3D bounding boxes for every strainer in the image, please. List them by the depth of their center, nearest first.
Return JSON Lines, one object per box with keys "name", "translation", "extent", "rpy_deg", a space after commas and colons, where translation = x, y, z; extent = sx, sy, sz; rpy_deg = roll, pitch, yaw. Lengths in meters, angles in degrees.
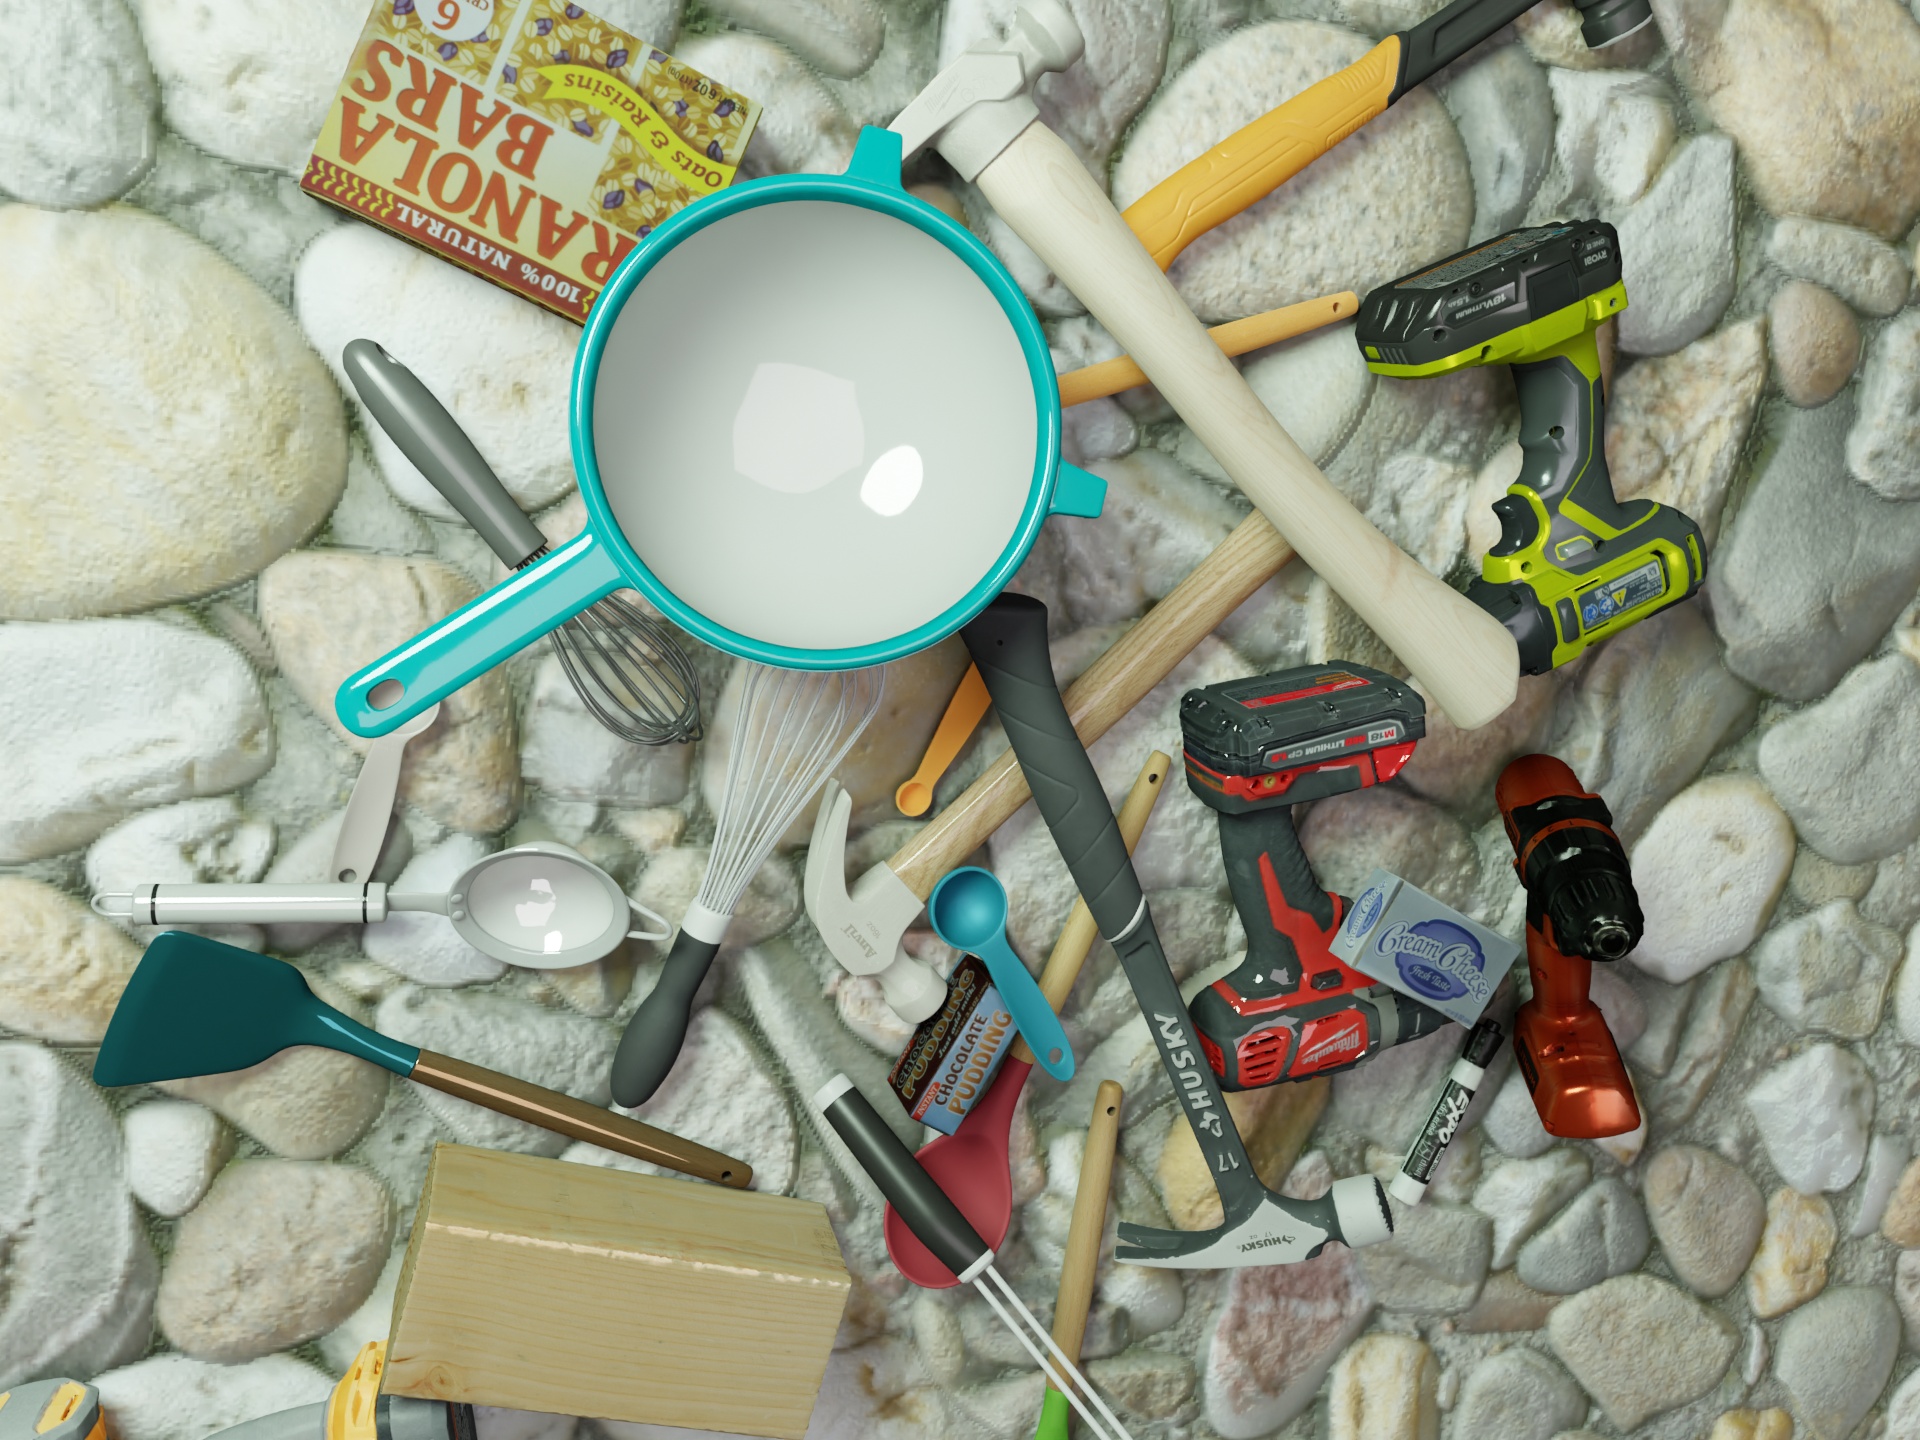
{"name": "strainer", "translation": [-0.120, -0.094, 0.711], "extent": [0.340, 0.095, 0.211], "rpy_deg": [-33, 99, -6]}
{"name": "strainer", "translation": [-0.267, 0.083, 0.750], "extent": [0.258, 0.050, 0.086], "rpy_deg": [1, 132, -15]}

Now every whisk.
{"name": "whisk", "translation": [-0.201, -0.079, 0.741], "extent": [0.055, 0.055, 0.239], "rpy_deg": [-40, 104, -5]}
{"name": "whisk", "translation": [-0.111, 0.071, 0.787], "extent": [0.070, 0.070, 0.284], "rpy_deg": [22, 101, -19]}

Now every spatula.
{"name": "spatula", "translation": [-0.245, 0.183, 0.780], "extent": [0.317, 0.044, 0.082], "rpy_deg": [25, 98, -20]}
{"name": "spatula", "translation": [0.058, -0.170, 0.806], "extent": [0.322, 0.041, 0.081], "rpy_deg": [-20, 104, -15]}

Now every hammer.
{"name": "hammer", "translation": [0.121, -0.144, 0.772], "extent": [0.146, 0.038, 0.410], "rpy_deg": [-43, 100, 1]}
{"name": "hammer", "translation": [0.196, -0.324, 0.806], "extent": [0.337, 0.034, 0.127], "rpy_deg": [-36, 109, -6]}
{"name": "hammer", "translation": [0.087, 0.119, 0.814], "extent": [0.149, 0.036, 0.408], "rpy_deg": [-19, 108, 17]}
{"name": "hammer", "translation": [0.053, 0.004, 0.828], "extent": [0.331, 0.031, 0.130], "rpy_deg": [-43, 119, -6]}

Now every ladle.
{"name": "ladle", "translation": [0.043, 0.160, 0.866], "extent": [0.069, 0.031, 0.315], "rpy_deg": [25, 92, -8]}

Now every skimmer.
{"name": "skimmer", "translation": [0.055, 0.327, 0.836], "extent": [0.127, 0.090, 0.363], "rpy_deg": [-44, 78, 11]}

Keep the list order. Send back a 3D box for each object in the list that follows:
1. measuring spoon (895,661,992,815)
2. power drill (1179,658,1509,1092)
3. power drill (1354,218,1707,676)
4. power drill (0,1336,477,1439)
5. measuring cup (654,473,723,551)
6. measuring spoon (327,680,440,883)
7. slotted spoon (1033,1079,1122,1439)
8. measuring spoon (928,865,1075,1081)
{"name": "measuring spoon", "translation": [-0.001, -0.003, 0.830], "extent": [0.021, 0.011, 0.117], "rpy_deg": [31, 88, -29]}
{"name": "power drill", "translation": [0.212, 0.086, 0.874], "extent": [0.188, 0.080, 0.226], "rpy_deg": [-11, 107, -13]}
{"name": "power drill", "translation": [0.299, -0.137, 0.853], "extent": [0.171, 0.080, 0.223], "rpy_deg": [-25, 110, -10]}
{"name": "power drill", "translation": [-0.354, 0.402, 0.777], "extent": [0.226, 0.084, 0.185], "rpy_deg": [-6, 103, -10]}
{"name": "measuring cup", "translation": [-0.099, -0.070, 0.776], "extent": [0.156, 0.029, 0.062], "rpy_deg": [26, 93, -17]}
{"name": "measuring spoon", "translation": [-0.279, 0.030, 0.757], "extent": [0.034, 0.018, 0.124], "rpy_deg": [16, 103, -26]}
{"name": "slotted spoon", "translation": [0.063, 0.357, 0.912], "extent": [0.070, 0.031, 0.313], "rpy_deg": [6, 97, -17]}
{"name": "measuring spoon", "translation": [0.022, 0.130, 0.811], "extent": [0.042, 0.021, 0.128], "rpy_deg": [-34, 104, -20]}
